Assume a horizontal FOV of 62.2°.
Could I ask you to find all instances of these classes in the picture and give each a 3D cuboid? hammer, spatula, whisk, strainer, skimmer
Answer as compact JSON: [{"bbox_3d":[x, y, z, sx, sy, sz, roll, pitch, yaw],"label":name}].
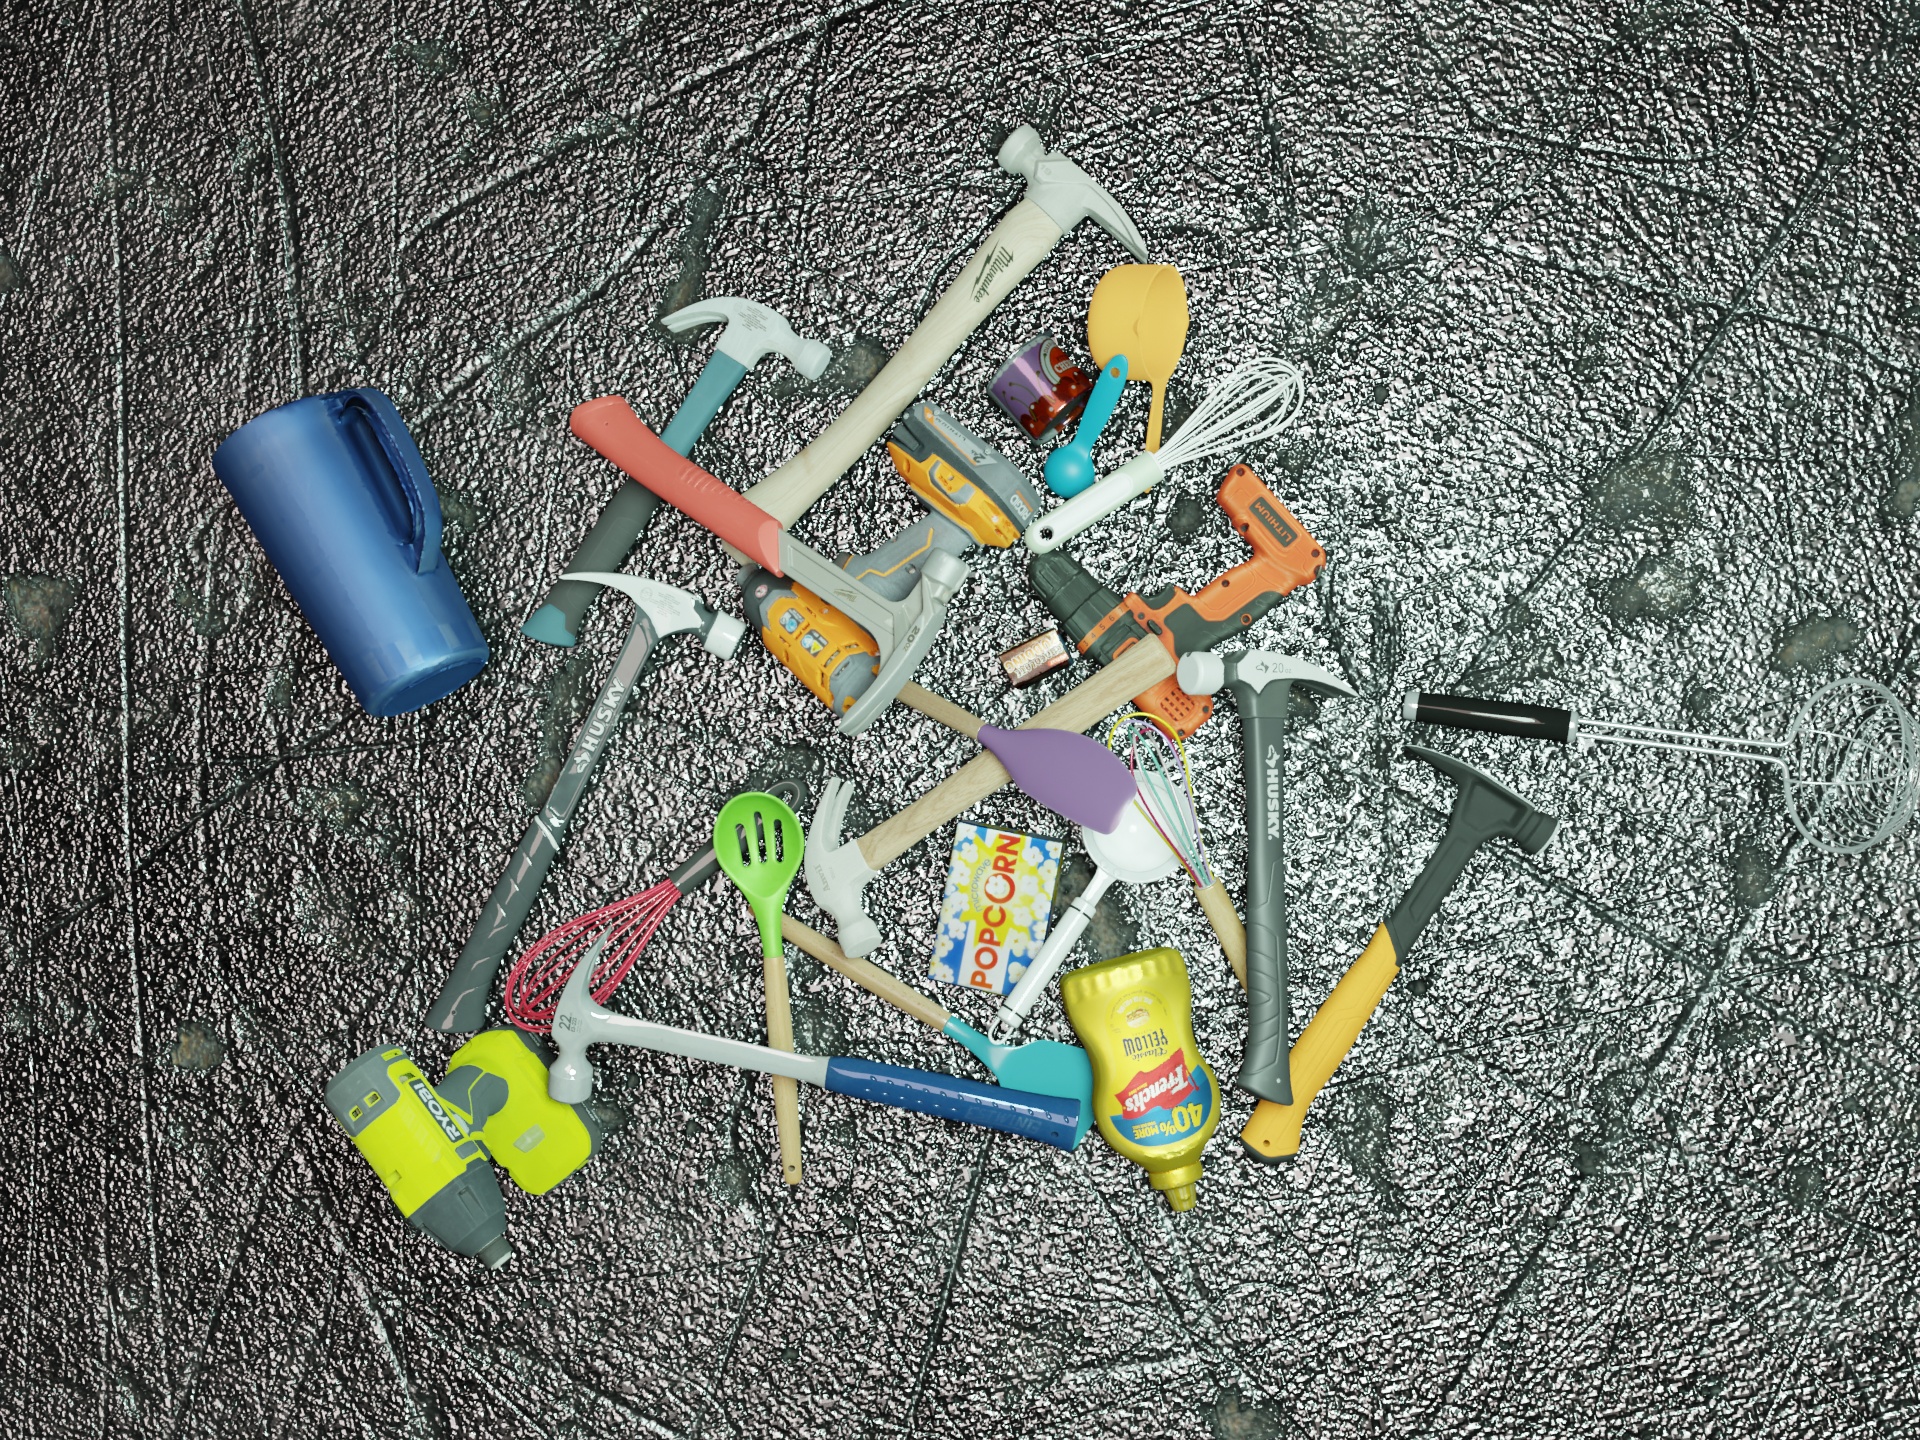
[{"bbox_3d":[-0.328,0.070,1.276,0.149,0.036,0.409,27,94,-7],"label":"hammer"},{"bbox_3d":[-0.110,0.259,1.202,0.405,0.035,0.144,11,108,3],"label":"hammer"},{"bbox_3d":[-0.031,0.225,1.247,0.317,0.044,0.082,29,93,13],"label":"spatula"},{"bbox_3d":[0.230,0.116,1.174,0.146,0.035,0.335,0,88,-28],"label":"hammer"},{"bbox_3d":[-0.168,-0.139,1.198,0.359,0.036,0.149,34,91,23],"label":"hammer"},{"bbox_3d":[0.306,0.183,1.198,0.127,0.034,0.337,33,92,7],"label":"hammer"},{"bbox_3d":[0.018,0.039,1.207,0.331,0.031,0.130,-35,61,12],"label":"hammer"},{"bbox_3d":[-0.240,0.143,1.263,0.296,0.073,0.073,-39,83,-3],"label":"whisk"},{"bbox_3d":[0.178,0.102,1.186,0.047,0.051,0.245,-32,103,-19],"label":"whisk"},{"bbox_3d":[-0.248,-0.197,1.291,0.128,0.033,0.331,35,92,7],"label":"hammer"},{"bbox_3d":[-0.034,-0.273,1.266,0.146,0.038,0.410,43,93,6],"label":"hammer"},{"bbox_3d":[0.096,0.135,1.204,0.087,0.050,0.258,35,79,1],"label":"strainer"},{"bbox_3d":[0.518,0.015,1.182,0.363,0.090,0.127,8,91,18],"label":"skimmer"},{"bbox_3d":[-0.002,-0.004,1.202,0.316,0.018,0.060,27,85,29],"label":"spatula"},{"bbox_3d":[0.155,-0.198,1.207,0.246,0.059,0.058,-32,91,1],"label":"whisk"}]

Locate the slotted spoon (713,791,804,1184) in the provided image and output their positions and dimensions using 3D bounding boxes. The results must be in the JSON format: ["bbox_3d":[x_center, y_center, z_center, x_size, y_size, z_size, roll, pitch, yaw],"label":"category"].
[{"bbox_3d":[-0.146,0.209,1.244,0.070,0.031,0.314,-5,95,-1],"label":"slotted spoon"}]

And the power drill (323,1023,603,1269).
[{"bbox_3d":[-0.357,0.311,1.183,0.080,0.223,0.171,-40,83,4],"label":"power drill"}]

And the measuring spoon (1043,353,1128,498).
[{"bbox_3d":[0.096,-0.222,1.216,0.042,0.021,0.128,32,129,10],"label":"measuring spoon"}]

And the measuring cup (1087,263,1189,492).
[{"bbox_3d":[0.132,-0.265,1.232,0.052,0.095,0.173,13,112,28],"label":"measuring cup"}]

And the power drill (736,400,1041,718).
[{"bbox_3d":[-0.066,-0.131,1.225,0.226,0.084,0.164,-49,62,0],"label":"power drill"}]
